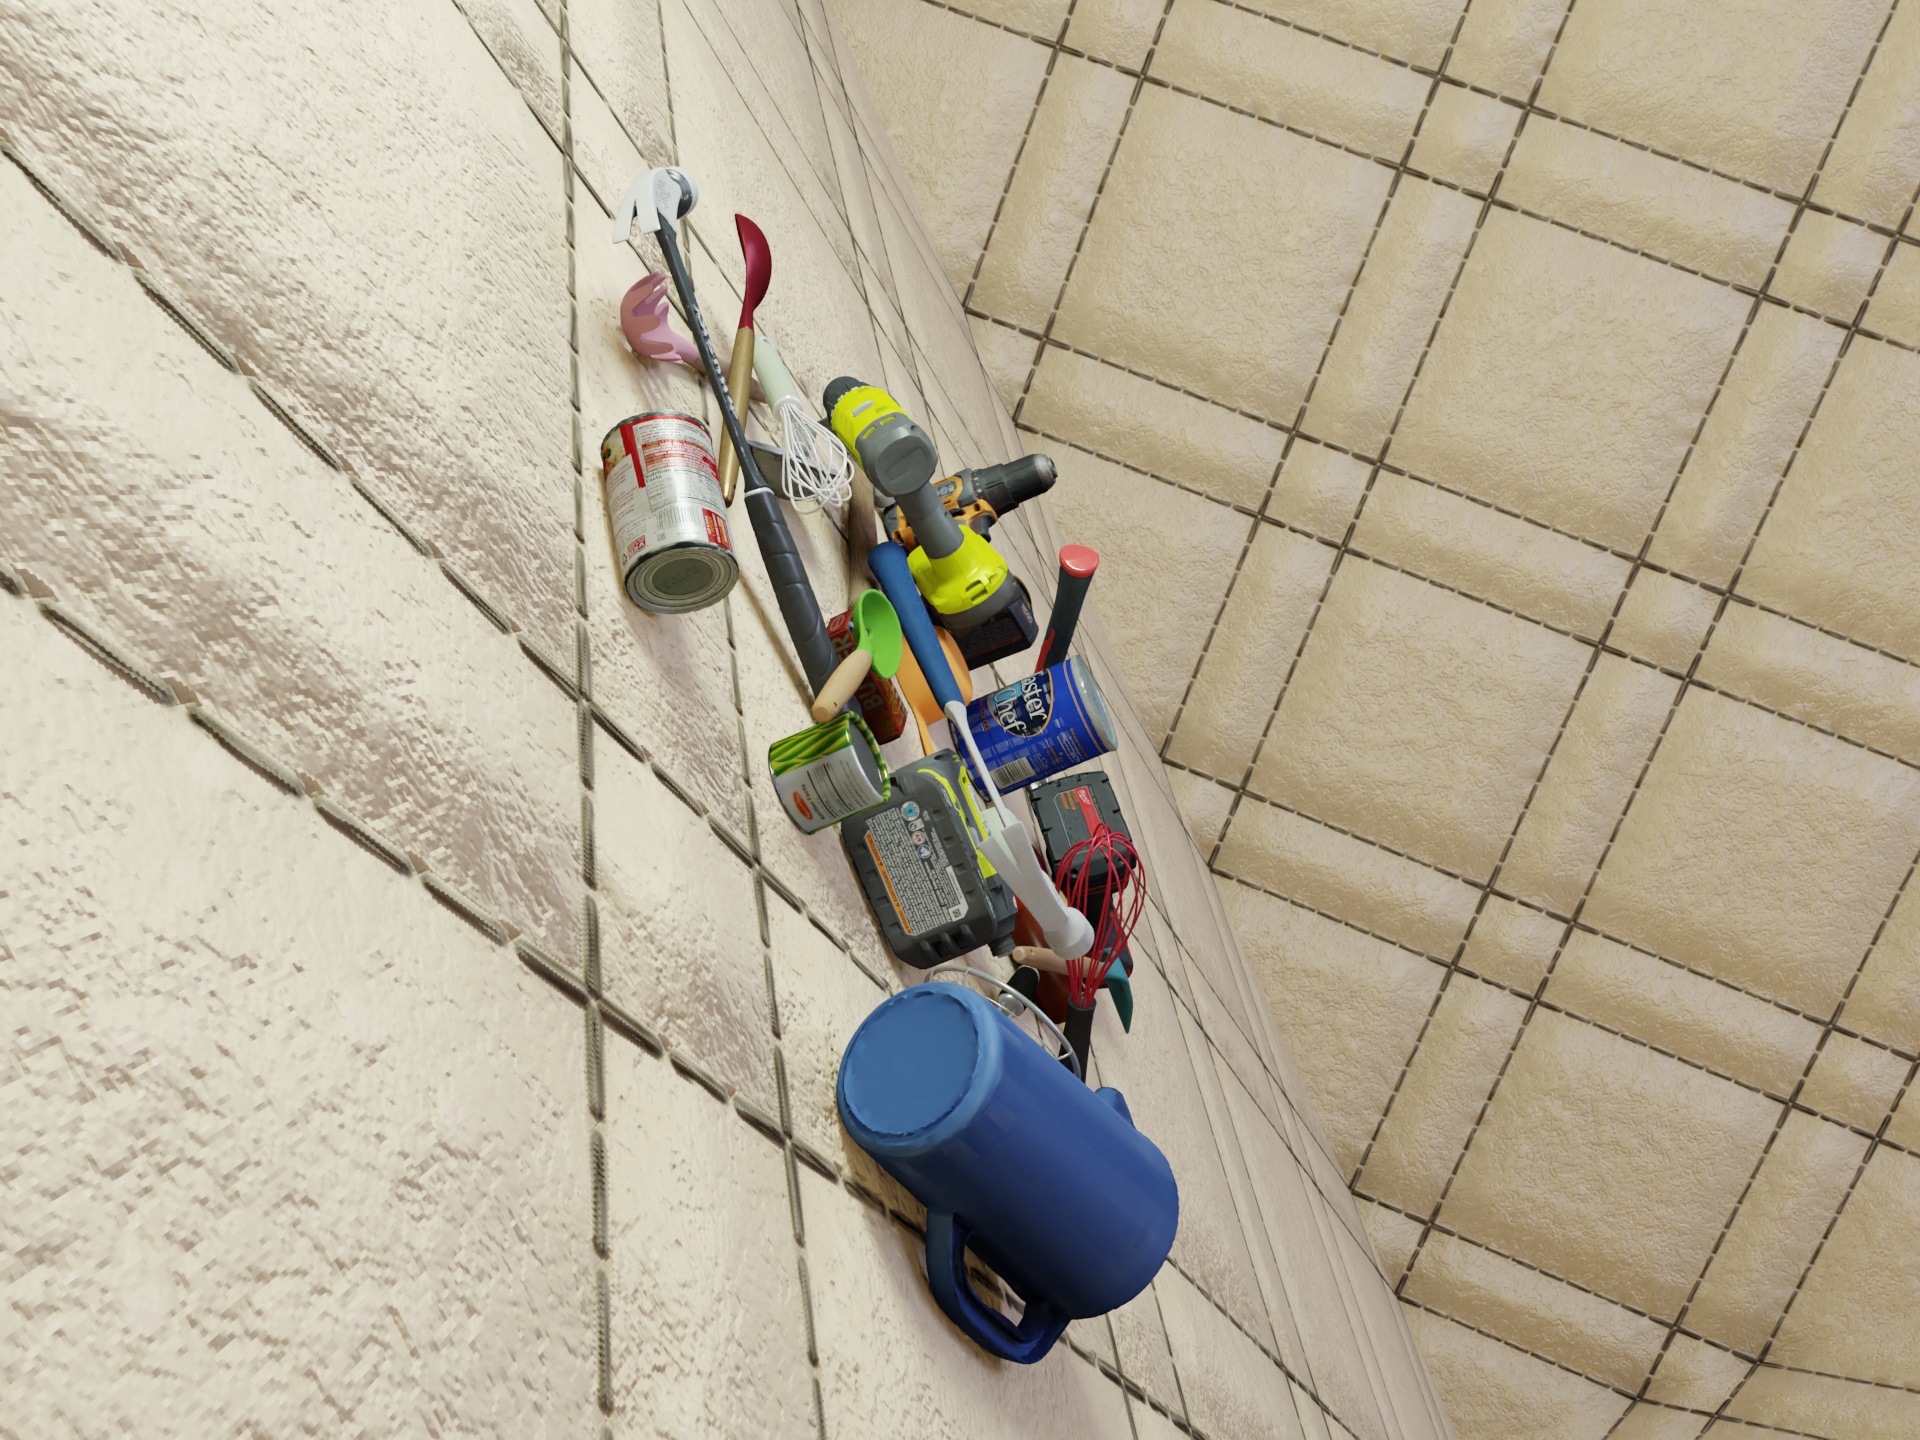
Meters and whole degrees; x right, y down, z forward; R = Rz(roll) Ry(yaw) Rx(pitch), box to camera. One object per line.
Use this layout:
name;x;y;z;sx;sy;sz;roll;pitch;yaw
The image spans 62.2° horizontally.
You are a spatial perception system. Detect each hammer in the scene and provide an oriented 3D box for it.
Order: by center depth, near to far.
hammer;-0.144;-0.171;1.094;0.149;0.036;0.408;-85;158;-68
hammer;-0.002;-0.004;1.241;0.143;0.035;0.406;55;8;-49
hammer;-0.093;-0.189;1.495;0.332;0.031;0.129;-96;159;-54
hammer;0.099;-0.049;1.662;0.386;0.038;0.143;102;-27;-62

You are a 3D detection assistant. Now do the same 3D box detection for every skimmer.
skimmer;0.047;0.210;1.216;0.127;0.090;0.363;37;8;6

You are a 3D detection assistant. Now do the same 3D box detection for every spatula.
spatula;0.100;0.221;1.381;0.317;0.044;0.082;28;39;-63

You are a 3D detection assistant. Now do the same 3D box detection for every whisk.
whisk;-0.131;-0.233;1.220;0.057;0.059;0.247;29;23;-37
whisk;0.100;0.208;1.269;0.073;0.073;0.295;-92;-174;-60

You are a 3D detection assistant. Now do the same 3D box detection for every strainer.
strainer;-0.137;-0.224;1.349;0.087;0.050;0.259;19;17;-8

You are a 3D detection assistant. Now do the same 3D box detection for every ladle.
ladle;-0.168;-0.278;1.214;0.069;0.031;0.316;81;7;-53

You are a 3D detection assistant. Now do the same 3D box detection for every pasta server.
pasta server;-0.191;-0.278;1.220;0.316;0.040;0.060;-6;85;-79

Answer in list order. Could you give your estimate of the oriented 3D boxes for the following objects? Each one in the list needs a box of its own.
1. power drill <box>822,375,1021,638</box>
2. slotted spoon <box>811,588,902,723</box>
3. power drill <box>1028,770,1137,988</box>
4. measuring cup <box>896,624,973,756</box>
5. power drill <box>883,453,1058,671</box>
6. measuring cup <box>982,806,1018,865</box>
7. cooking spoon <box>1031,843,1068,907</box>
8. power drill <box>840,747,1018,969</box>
power drill;-0.044;-0.202;1.437;0.228;0.080;0.191;58;-2;-36
slotted spoon;-0.074;-0.039;1.108;0.314;0.031;0.070;-73;147;-77
power drill;0.122;0.145;1.612;0.226;0.080;0.188;80;-6;-52
measuring cup;-0.015;-0.014;1.450;0.095;0.052;0.174;53;16;-49
power drill;0.022;-0.167;1.595;0.084;0.185;0.226;55;20;-47
measuring cup;0.054;0.124;1.528;0.083;0.038;0.167;70;14;15
cooking spoon;0.082;0.157;1.476;0.319;0.017;0.069;-155;-122;-88
power drill;-0.010;0.109;1.197;0.223;0.080;0.171;1;65;-80
